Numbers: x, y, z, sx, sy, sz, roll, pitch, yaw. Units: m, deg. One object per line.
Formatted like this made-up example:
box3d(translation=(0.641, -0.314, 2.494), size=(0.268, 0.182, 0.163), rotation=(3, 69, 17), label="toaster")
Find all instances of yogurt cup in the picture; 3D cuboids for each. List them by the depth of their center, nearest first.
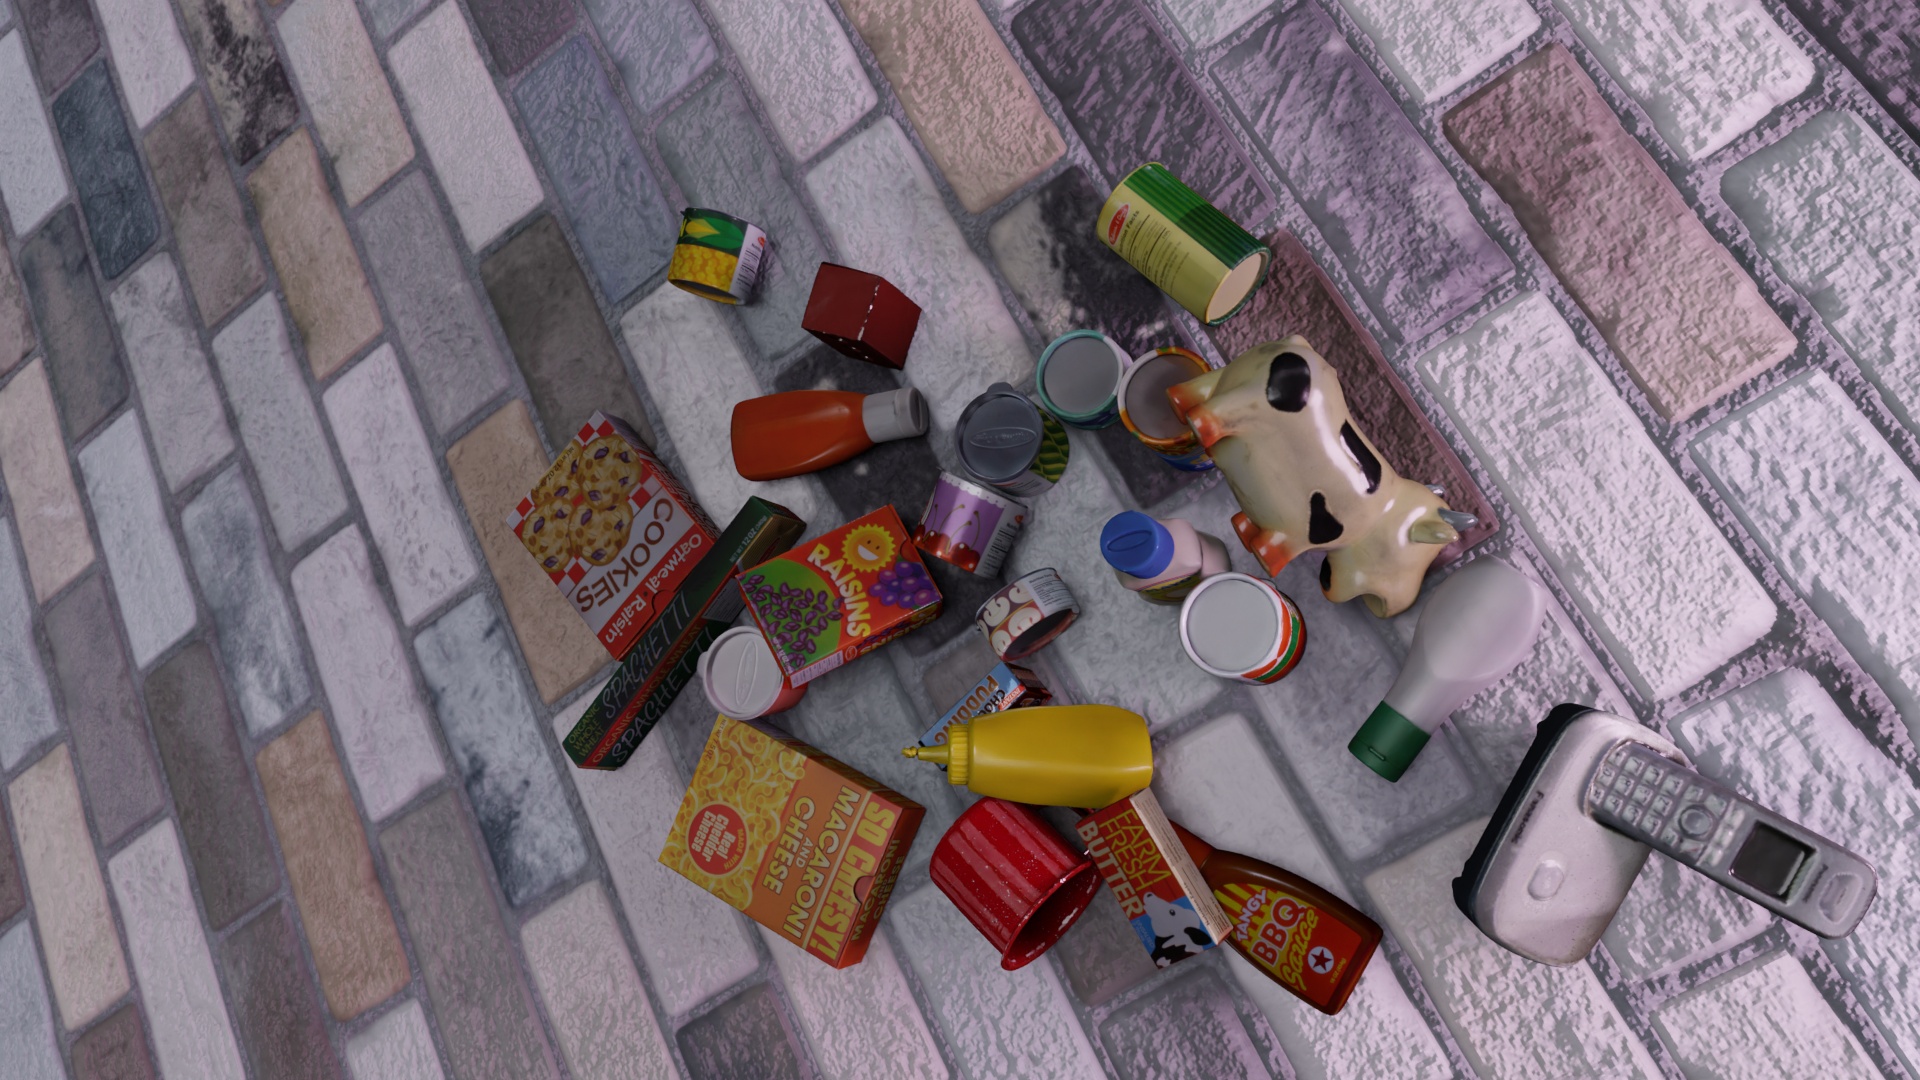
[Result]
box3d(translation=(-0.148, 0.099, 1.024), size=(0.072, 0.054, 0.072), rotation=(-4, 80, 22), label="yogurt cup")

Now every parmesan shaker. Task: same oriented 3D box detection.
box3d(translation=(0.151, -0.199, 0.946), size=(0.103, 0.071, 0.071), rotation=(44, 99, 22), label="parmesan shaker")

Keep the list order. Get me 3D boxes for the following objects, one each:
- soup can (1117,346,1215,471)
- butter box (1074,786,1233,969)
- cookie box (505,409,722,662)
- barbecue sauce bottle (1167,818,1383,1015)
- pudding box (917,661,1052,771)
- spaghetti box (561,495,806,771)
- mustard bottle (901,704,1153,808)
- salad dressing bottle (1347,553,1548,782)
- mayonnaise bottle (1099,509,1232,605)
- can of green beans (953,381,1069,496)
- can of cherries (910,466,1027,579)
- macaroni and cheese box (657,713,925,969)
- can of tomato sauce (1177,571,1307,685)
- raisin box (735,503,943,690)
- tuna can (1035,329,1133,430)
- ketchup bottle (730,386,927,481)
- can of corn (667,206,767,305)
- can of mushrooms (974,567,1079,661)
box3d(translation=(0.148, -0.084, 0.915), size=(0.071, 0.084, 0.071), rotation=(-4, 80, 22), label="soup can")
box3d(translation=(0.120, 0.209, 0.864), size=(0.053, 0.024, 0.103), rotation=(-38, 78, 37), label="butter box")
box3d(translation=(-0.270, -0.003, 1.101), size=(0.123, 0.040, 0.168), rotation=(-48, 67, 9), label="cookie box")
box3d(translation=(0.183, 0.228, 0.867), size=(0.149, 0.044, 0.064), rotation=(30, 100, 25), label="barbecue sauce bottle")
box3d(translation=(0.017, 0.122, 0.953), size=(0.083, 0.049, 0.030), rotation=(-44, 64, 10), label="pudding box")
box3d(translation=(-0.211, 0.073, 1.058), size=(0.029, 0.050, 0.249), rotation=(42, 98, 25), label="spaghetti box")
box3d(translation=(0.042, 0.139, 0.903), size=(0.160, 0.048, 0.065), rotation=(2, 40, -3), label="mustard bottle")
box3d(translation=(0.294, 0.079, 0.848), size=(0.064, 0.044, 0.147), rotation=(38, 98, 22), label="salad dressing bottle")
box3d(translation=(0.126, 0.011, 0.872), size=(0.064, 0.148, 0.041), rotation=(-19, 75, 20), label="mayonnaise bottle")
box3d(translation=(0.037, -0.067, 0.973), size=(0.071, 0.058, 0.071), rotation=(-4, 80, 22), label="can of green beans")
box3d(translation=(0.003, -0.012, 0.973), size=(0.071, 0.071, 0.058), rotation=(25, 93, 25), label="can of cherries")
box3d(translation=(-0.124, 0.213, 1.001), size=(0.166, 0.040, 0.123), rotation=(23, 91, 25), label="macaroni and cheese box")
box3d(translation=(0.180, 0.055, 0.878), size=(0.071, 0.083, 0.071), rotation=(-4, 80, 22), label="can of tomato sauce")
box3d(translation=(-0.085, 0.039, 0.988), size=(0.124, 0.040, 0.086), rotation=(-25, 69, -13), label="raisin box")
box3d(translation=(0.086, -0.112, 0.974), size=(0.071, 0.033, 0.071), rotation=(-4, 79, 22), label="tuna can")
box3d(translation=(-0.099, -0.085, 1.042), size=(0.148, 0.043, 0.065), rotation=(-8, 79, 21), label="ketchup bottle")
box3d(translation=(-0.194, -0.224, 1.093), size=(0.071, 0.071, 0.058), rotation=(14, 87, 24), label="can of corn")
box3d(translation=(0.045, 0.052, 0.945), size=(0.071, 0.071, 0.033), rotation=(-39, 70, 13), label="can of mushrooms")
